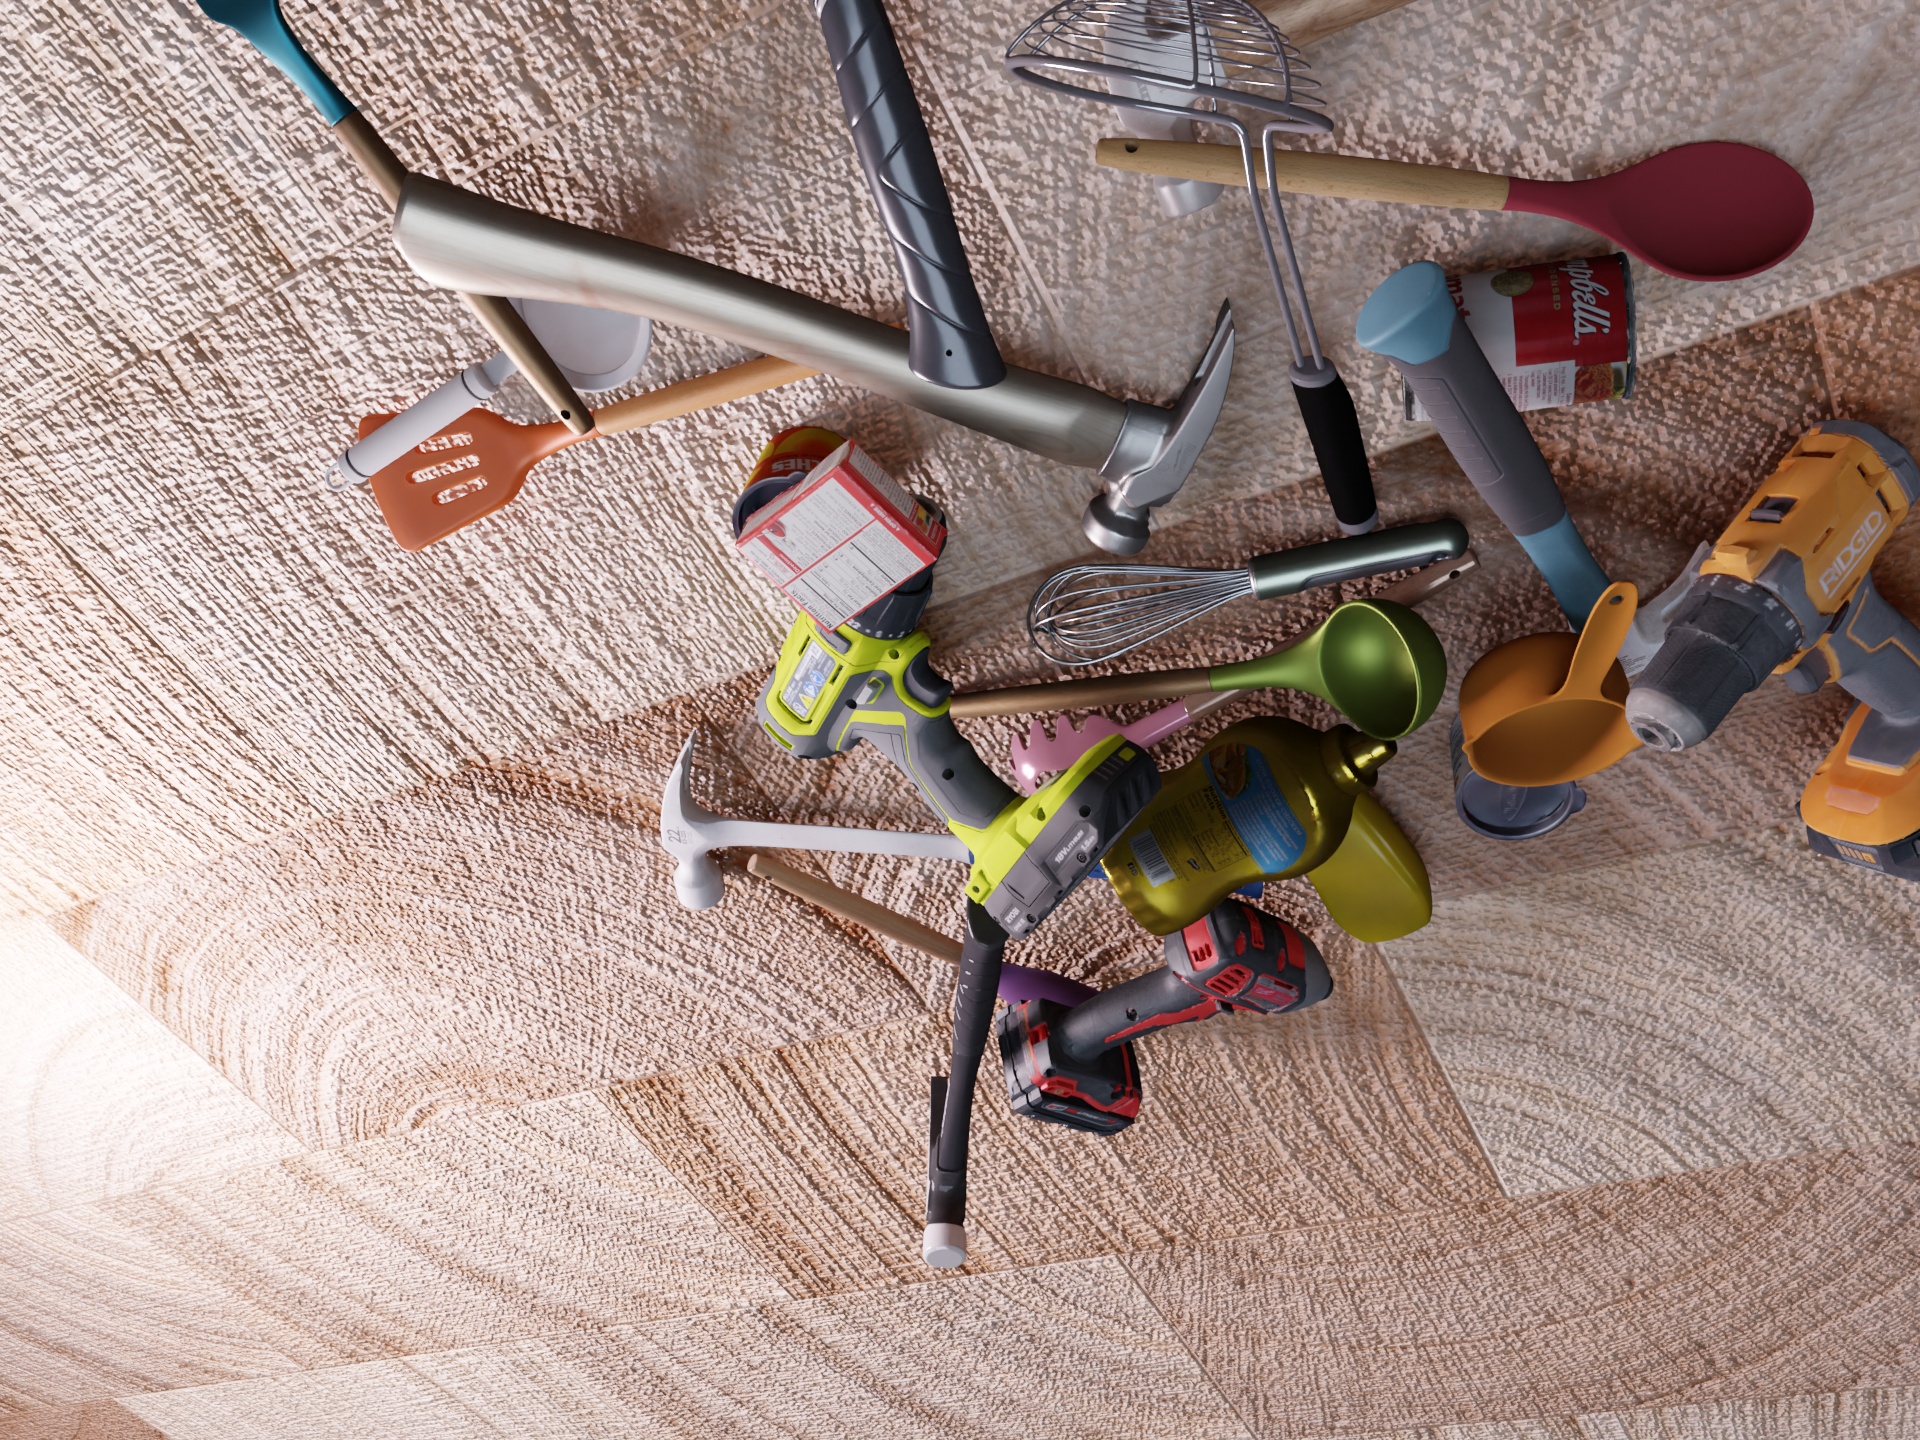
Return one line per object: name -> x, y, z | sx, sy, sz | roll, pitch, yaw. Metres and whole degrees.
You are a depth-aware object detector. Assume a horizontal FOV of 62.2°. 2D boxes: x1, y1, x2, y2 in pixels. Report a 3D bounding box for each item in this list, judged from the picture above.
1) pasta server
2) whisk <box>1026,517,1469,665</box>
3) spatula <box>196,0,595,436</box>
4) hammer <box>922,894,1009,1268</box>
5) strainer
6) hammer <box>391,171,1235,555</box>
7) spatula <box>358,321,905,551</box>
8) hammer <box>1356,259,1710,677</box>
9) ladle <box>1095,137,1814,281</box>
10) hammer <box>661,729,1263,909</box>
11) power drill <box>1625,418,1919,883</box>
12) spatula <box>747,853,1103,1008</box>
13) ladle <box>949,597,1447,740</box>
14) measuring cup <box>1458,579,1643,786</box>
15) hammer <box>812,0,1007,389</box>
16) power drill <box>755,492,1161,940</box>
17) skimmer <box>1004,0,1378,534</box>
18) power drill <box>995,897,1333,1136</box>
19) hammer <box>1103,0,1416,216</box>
pasta server -> 0.158, -0.023, 0.941 | 0.316, 0.040, 0.060 | -30, 119, 27
whisk -> 0.155, -0.076, 0.883 | 0.246, 0.059, 0.057 | -11, 165, 15
spatula -> -0.278, -0.276, 0.781 | 0.082, 0.044, 0.317 | -23, 116, 27
hammer -> 0.004, 0.228, 1.101 | 0.035, 0.146, 0.334 | 5, 132, -2
strainer -> -0.253, -0.189, 0.857 | 0.258, 0.050, 0.086 | -26, 107, 22
hammer -> -0.067, -0.199, 0.790 | 0.410, 0.038, 0.146 | 15, 130, -13
spatula -> -0.182, -0.169, 0.877 | 0.322, 0.041, 0.081 | -12, 102, 19
hammer -> 0.275, -0.105, 0.774 | 0.128, 0.033, 0.330 | -23, 141, 28
ladle -> 0.217, -0.238, 0.710 | 0.315, 0.069, 0.031 | 6, 166, -1
hammer -> -0.004, 0.080, 1.055 | 0.405, 0.035, 0.144 | 3, 131, 9
power drill -> 0.438, -0.010, 0.802 | 0.185, 0.084, 0.226 | -49, 116, -8
spatula -> -0.012, 0.159, 1.102 | 0.315, 0.018, 0.059 | 28, 132, -27
ladle -> 0.116, -0.018, 0.911 | 0.320, 0.062, 0.078 | -6, 104, 28
measuring cup -> 0.309, -0.032, 0.812 | 0.095, 0.052, 0.173 | -2, 145, 2
hammer -> -0.052, -0.334, 0.674 | 0.149, 0.036, 0.408 | -11, 117, 17
power drill -> -0.001, -0.003, 0.916 | 0.228, 0.080, 0.190 | 42, 131, 10
skimmer -> 0.130, -0.176, 0.711 | 0.127, 0.090, 0.362 | 24, 162, 35
power drill -> 0.142, 0.199, 1.080 | 0.143, 0.079, 0.219 | 25, 130, -39
hammer -> 0.216, -0.329, 0.664 | 0.331, 0.031, 0.129 | -15, 126, 23
